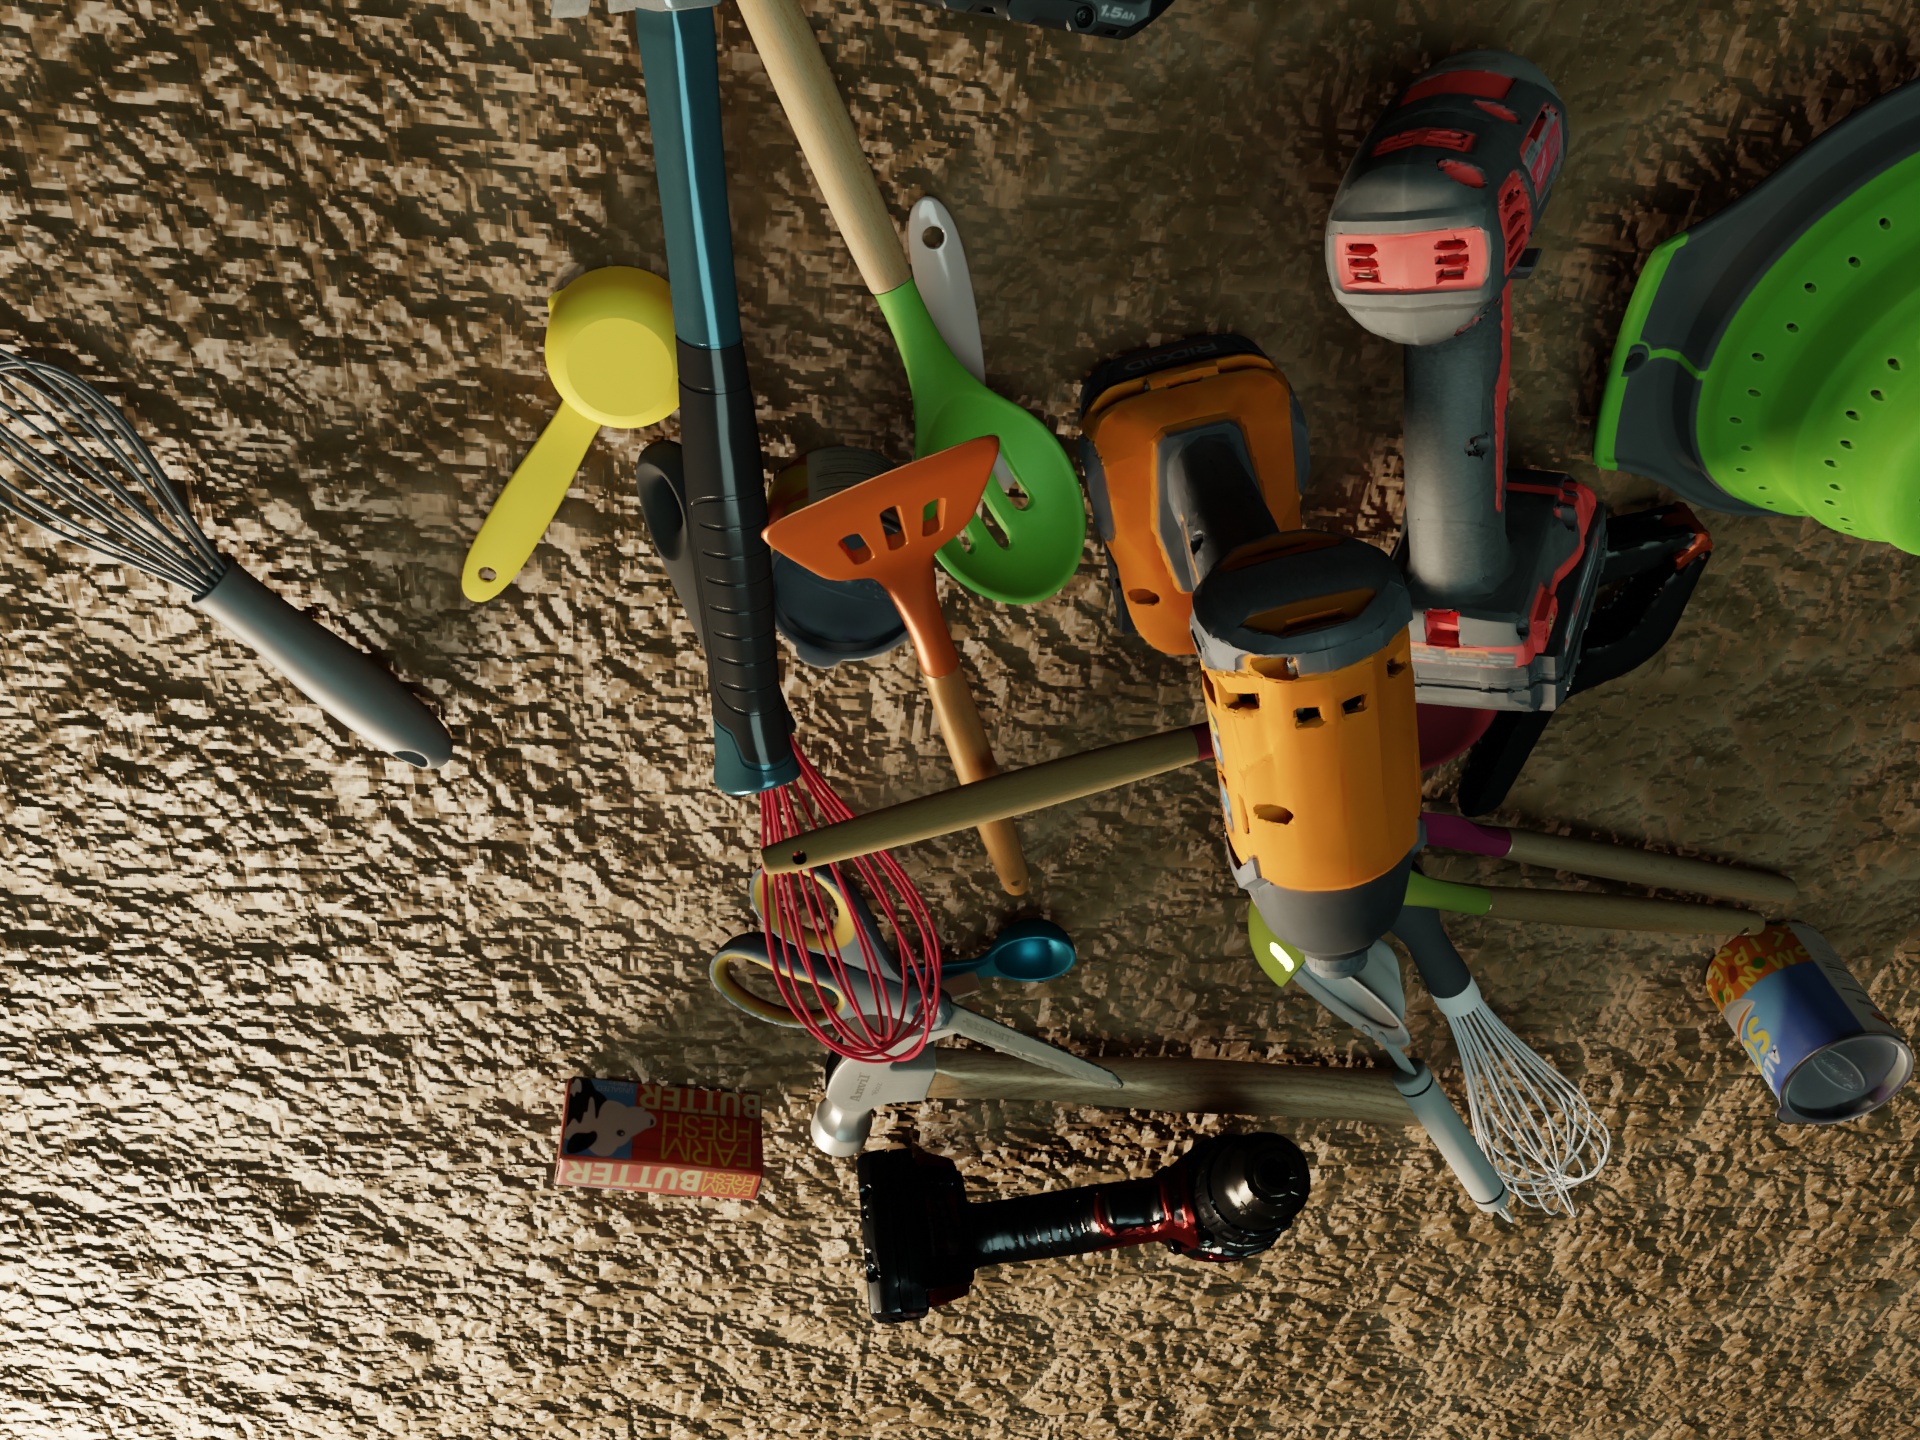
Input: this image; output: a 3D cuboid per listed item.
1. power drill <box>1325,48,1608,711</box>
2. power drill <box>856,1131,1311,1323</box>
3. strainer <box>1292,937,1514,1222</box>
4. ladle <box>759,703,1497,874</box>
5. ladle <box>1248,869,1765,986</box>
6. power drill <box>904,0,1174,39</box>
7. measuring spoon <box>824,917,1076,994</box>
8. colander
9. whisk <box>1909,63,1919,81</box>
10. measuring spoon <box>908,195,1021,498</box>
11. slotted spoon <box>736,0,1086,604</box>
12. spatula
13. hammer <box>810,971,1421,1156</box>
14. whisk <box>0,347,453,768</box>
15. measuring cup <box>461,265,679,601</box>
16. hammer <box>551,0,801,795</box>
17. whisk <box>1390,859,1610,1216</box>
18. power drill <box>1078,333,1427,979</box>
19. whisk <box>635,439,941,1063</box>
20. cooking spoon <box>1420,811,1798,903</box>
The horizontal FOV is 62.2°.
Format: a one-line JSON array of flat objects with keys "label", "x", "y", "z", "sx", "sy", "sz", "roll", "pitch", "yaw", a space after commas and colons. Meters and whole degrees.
[{"label": "power drill", "x": 0.184, "y": -0.123, "z": 0.572, "sx": 0.078, "sy": 0.143, "sz": 0.219, "roll": 6, "pitch": 134, "yaw": 29}, {"label": "power drill", "x": 0.063, "y": 0.252, "z": 0.813, "sx": 0.226, "sy": 0.080, "sz": 0.187, "roll": -5, "pitch": 158, "yaw": -4}, {"label": "strainer", "x": 0.228, "y": 0.175, "z": 0.813, "sx": 0.050, "sy": 0.087, "sz": 0.258, "roll": -43, "pitch": 115, "yaw": -14}, {"label": "ladle", "x": 0.072, "y": 0.018, "z": 0.655, "sx": 0.315, "sy": 0.031, "sz": 0.069, "roll": -15, "pitch": 104, "yaw": -8}, {"label": "ladle", "x": 0.274, "y": 0.097, "z": 0.758, "sx": 0.320, "sy": 0.062, "sz": 0.078, "roll": 7, "pitch": 132, "yaw": -24}, {"label": "power drill", "x": 0.033, "y": -0.321, "z": 0.441, "sx": 0.190, "sy": 0.080, "sz": 0.228, "roll": 2, "pitch": 122, "yaw": -19}, {"label": "measuring spoon", "x": -0.006, "y": 0.117, "z": 0.790, "sx": 0.128, "sy": 0.021, "sz": 0.042, "roll": -10, "pitch": 140, "yaw": 12}, {"label": "colander", "x": 0.447, "y": -0.144, "z": 0.589, "sx": 0.397, "sy": 0.095, "sz": 0.204, "roll": -12, "pitch": 139, "yaw": -5}, {"label": "whisk", "x": 0.346, "y": -0.218, "z": 0.576, "sx": 0.051, "sy": 0.047, "sz": 0.245, "roll": 23, "pitch": 123, "yaw": -23}, {"label": "measuring spoon", "x": 0.000, "y": -0.137, "z": 0.605, "sx": 0.034, "sy": 0.018, "sz": 0.124, "roll": -13, "pitch": 125, "yaw": 3}, {"label": "slotted spoon", "x": -0.033, "y": -0.177, "z": 0.554, "sx": 0.070, "sy": 0.031, "sz": 0.313, "roll": -38, "pitch": 120, "yaw": -21}, {"label": "spatula", "x": -0.001, "y": -0.002, "z": 0.630, "sx": 0.081, "sy": 0.041, "sz": 0.322, "roll": -23, "pitch": 145, "yaw": -2}, {"label": "hammer", "x": 0.095, "y": 0.188, "z": 0.834, "sx": 0.331, "sy": 0.031, "sz": 0.130, "roll": 6, "pitch": 134, "yaw": -14}, {"label": "whisk", "x": -0.286, "y": -0.055, "z": 0.615, "sx": 0.055, "sy": 0.055, "sz": 0.238, "roll": -32, "pitch": 127, "yaw": 15}, {"label": "measuring cup", "x": -0.152, "y": -0.100, "z": 0.605, "sx": 0.062, "sy": 0.029, "sz": 0.156, "roll": 27, "pitch": 115, "yaw": -23}, {"label": "hammer", "x": -0.083, "y": -0.115, "z": 0.532, "sx": 0.033, "sy": 0.128, "sz": 0.330, "roll": -19, "pitch": 125, "yaw": -27}, {"label": "whisk", "x": 0.270, "y": 0.162, "z": 0.832, "sx": 0.070, "sy": 0.070, "sz": 0.284, "roll": -28, "pitch": 118, "yaw": 13}, {"label": "power drill", "x": 0.104, "y": -0.026, "z": 0.568, "sx": 0.084, "sy": 0.227, "sz": 0.164, "roll": -13, "pitch": 126, "yaw": 3}, {"label": "whisk", "x": -0.072, "y": 0.023, "z": 0.666, "sx": 0.073, "sy": 0.073, "sz": 0.295, "roll": -17, "pitch": 112, "yaw": 5}, {"label": "cooking spoon", "x": 0.280, "y": 0.062, "z": 0.763, "sx": 0.318, "sy": 0.069, "sz": 0.017, "roll": 10, "pitch": 86, "yaw": -20}]
